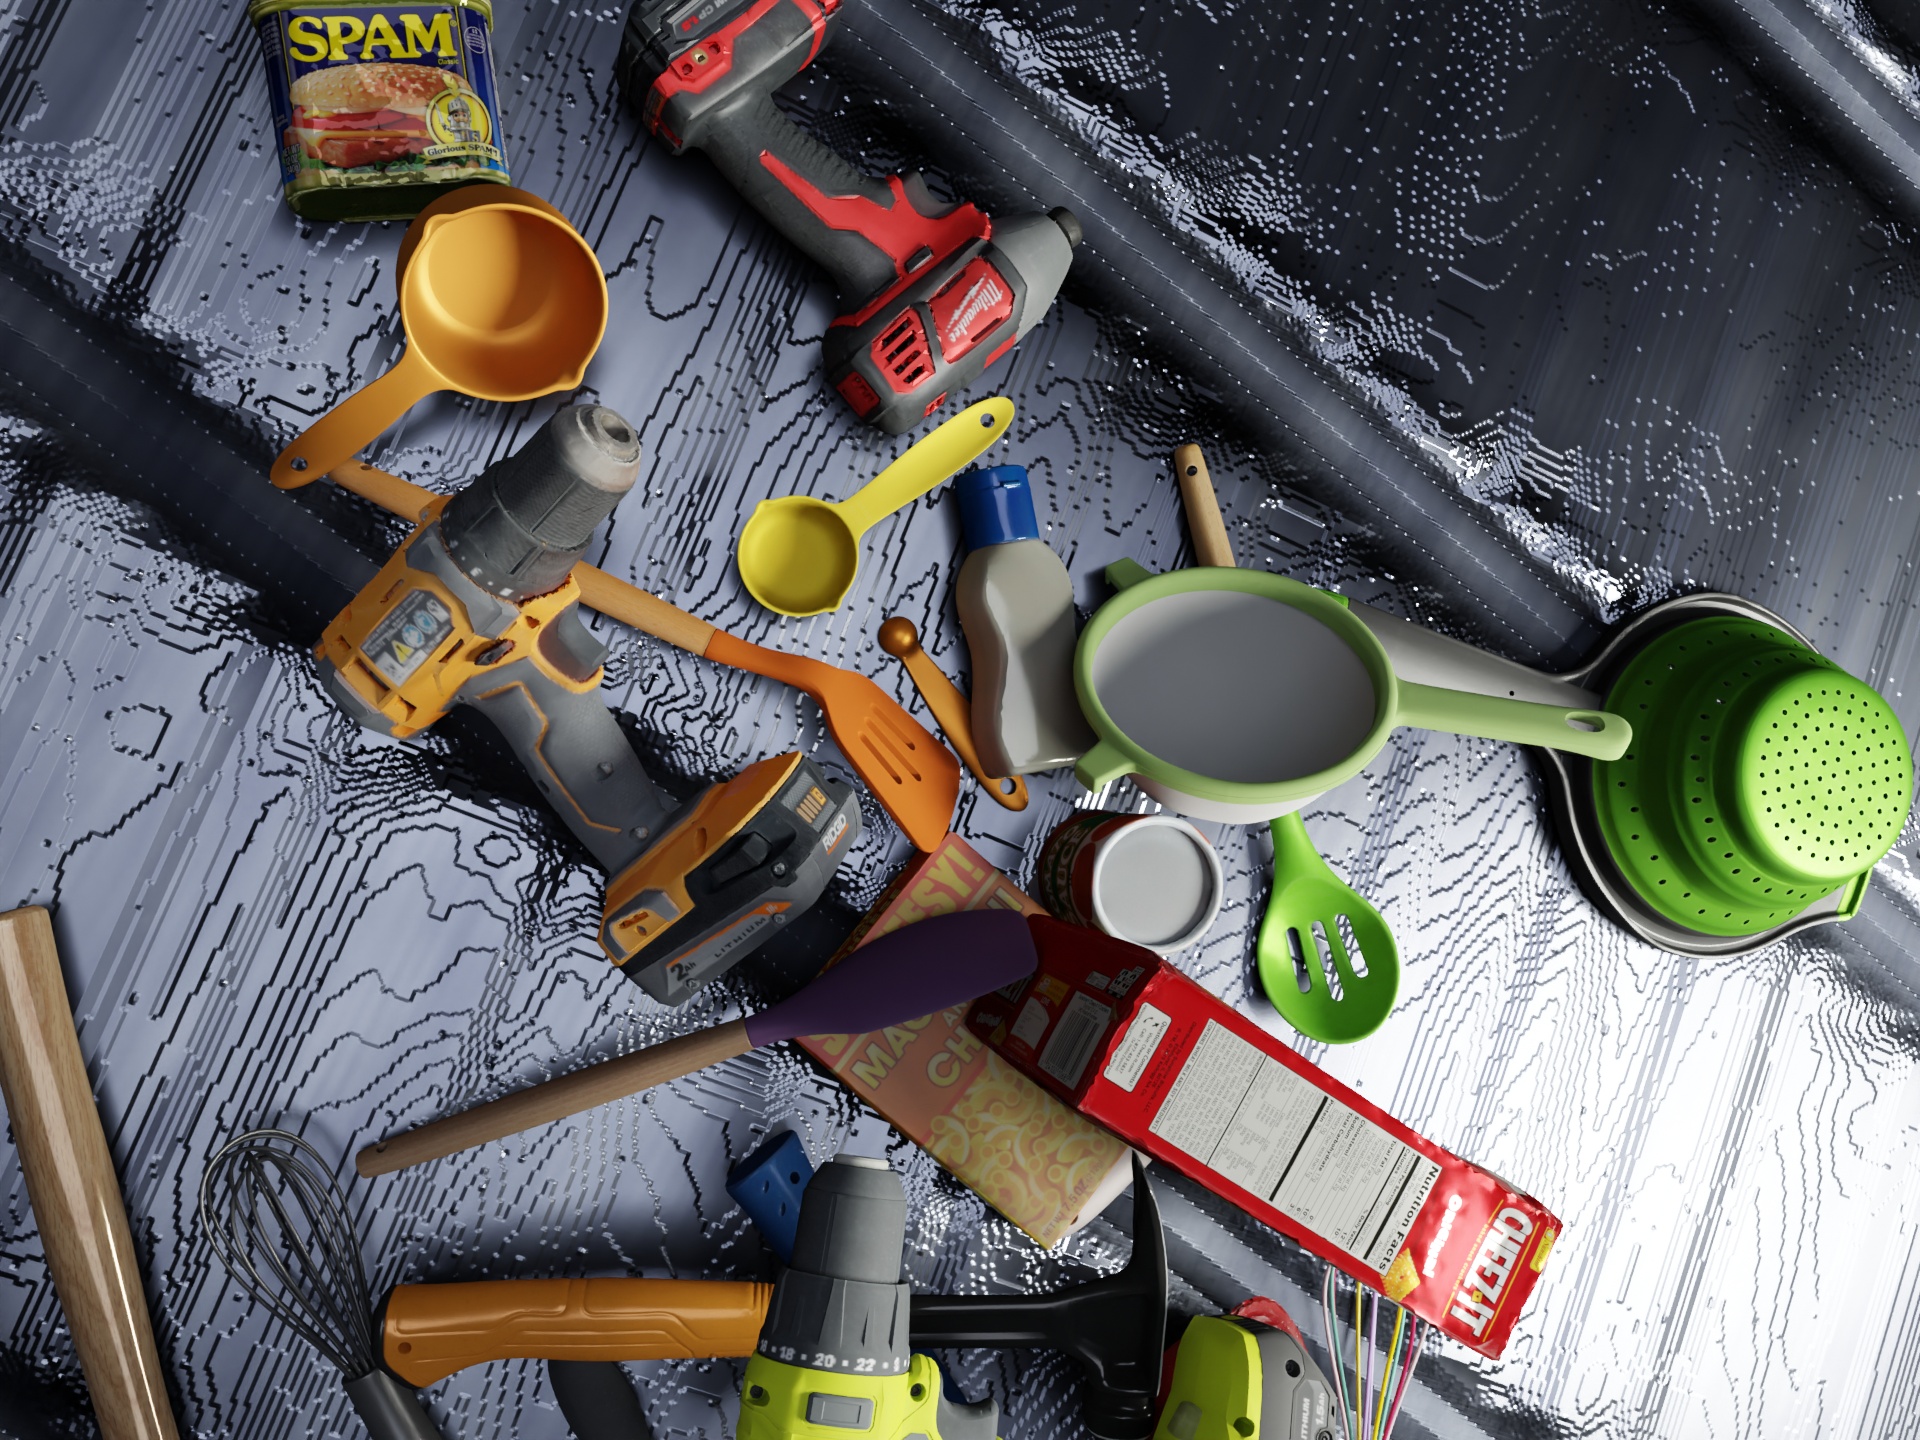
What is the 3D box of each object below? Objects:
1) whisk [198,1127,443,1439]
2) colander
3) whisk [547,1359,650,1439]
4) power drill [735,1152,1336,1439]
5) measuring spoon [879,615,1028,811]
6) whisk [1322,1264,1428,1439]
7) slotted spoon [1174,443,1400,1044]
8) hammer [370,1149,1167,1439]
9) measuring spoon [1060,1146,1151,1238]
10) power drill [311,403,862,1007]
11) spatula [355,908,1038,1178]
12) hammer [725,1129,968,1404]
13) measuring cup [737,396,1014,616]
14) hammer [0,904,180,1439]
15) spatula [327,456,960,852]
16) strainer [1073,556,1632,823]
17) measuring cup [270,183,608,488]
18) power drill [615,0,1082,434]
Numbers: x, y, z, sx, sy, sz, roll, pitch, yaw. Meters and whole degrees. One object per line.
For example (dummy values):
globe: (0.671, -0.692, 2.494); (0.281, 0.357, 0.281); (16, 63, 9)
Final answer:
whisk: (-0.259, 0.284, 0.690); (0.055, 0.055, 0.239); (-27, 99, -14)
colander: (0.354, 0.003, 0.830); (0.397, 0.094, 0.204); (19, 83, -13)
whisk: (-0.108, 0.401, 0.722); (0.070, 0.070, 0.284); (-31, 90, -13)
power drill: (0.025, 0.280, 0.623); (0.228, 0.080, 0.191); (12, 75, -12)
measuring spoon: (-0.001, -0.003, 0.783); (0.021, 0.011, 0.117); (-37, 97, -13)
whisk: (0.205, 0.368, 0.803); (0.051, 0.047, 0.245); (3, 91, -37)
slotted spoon: (0.157, 0.010, 0.814); (0.070, 0.031, 0.314); (-15, 89, 10)
hammer: (-0.078, 0.251, 0.682); (0.337, 0.034, 0.127); (1, 103, -5)
measuring spoon: (0.091, 0.216, 0.794); (0.124, 0.018, 0.034); (-40, 98, -12)
power drill: (-0.144, -0.007, 0.674); (0.185, 0.084, 0.226); (-38, 100, 29)
spatula: (-0.118, 0.145, 0.707); (0.316, 0.060, 0.018); (-20, 125, 0)
hammer: (0.017, 0.372, 0.743); (0.144, 0.035, 0.405); (-37, 93, -40)
measuring cup: (-0.039, -0.107, 0.764); (0.156, 0.029, 0.062); (-37, 98, -9)
hammer: (-0.366, 0.242, 0.672); (0.130, 0.031, 0.331); (-15, 91, -15)
spatula: (-0.141, -0.039, 0.733); (0.322, 0.081, 0.041); (25, 122, -4)
strainer: (0.179, 0.006, 0.757); (0.256, 0.069, 0.152); (8, 47, 5)
measuring cup: (-0.238, -0.167, 0.707); (0.173, 0.052, 0.095); (-36, 130, 4)
power drill: (-0.047, -0.260, 0.751); (0.143, 0.078, 0.219); (-41, 101, -11)
